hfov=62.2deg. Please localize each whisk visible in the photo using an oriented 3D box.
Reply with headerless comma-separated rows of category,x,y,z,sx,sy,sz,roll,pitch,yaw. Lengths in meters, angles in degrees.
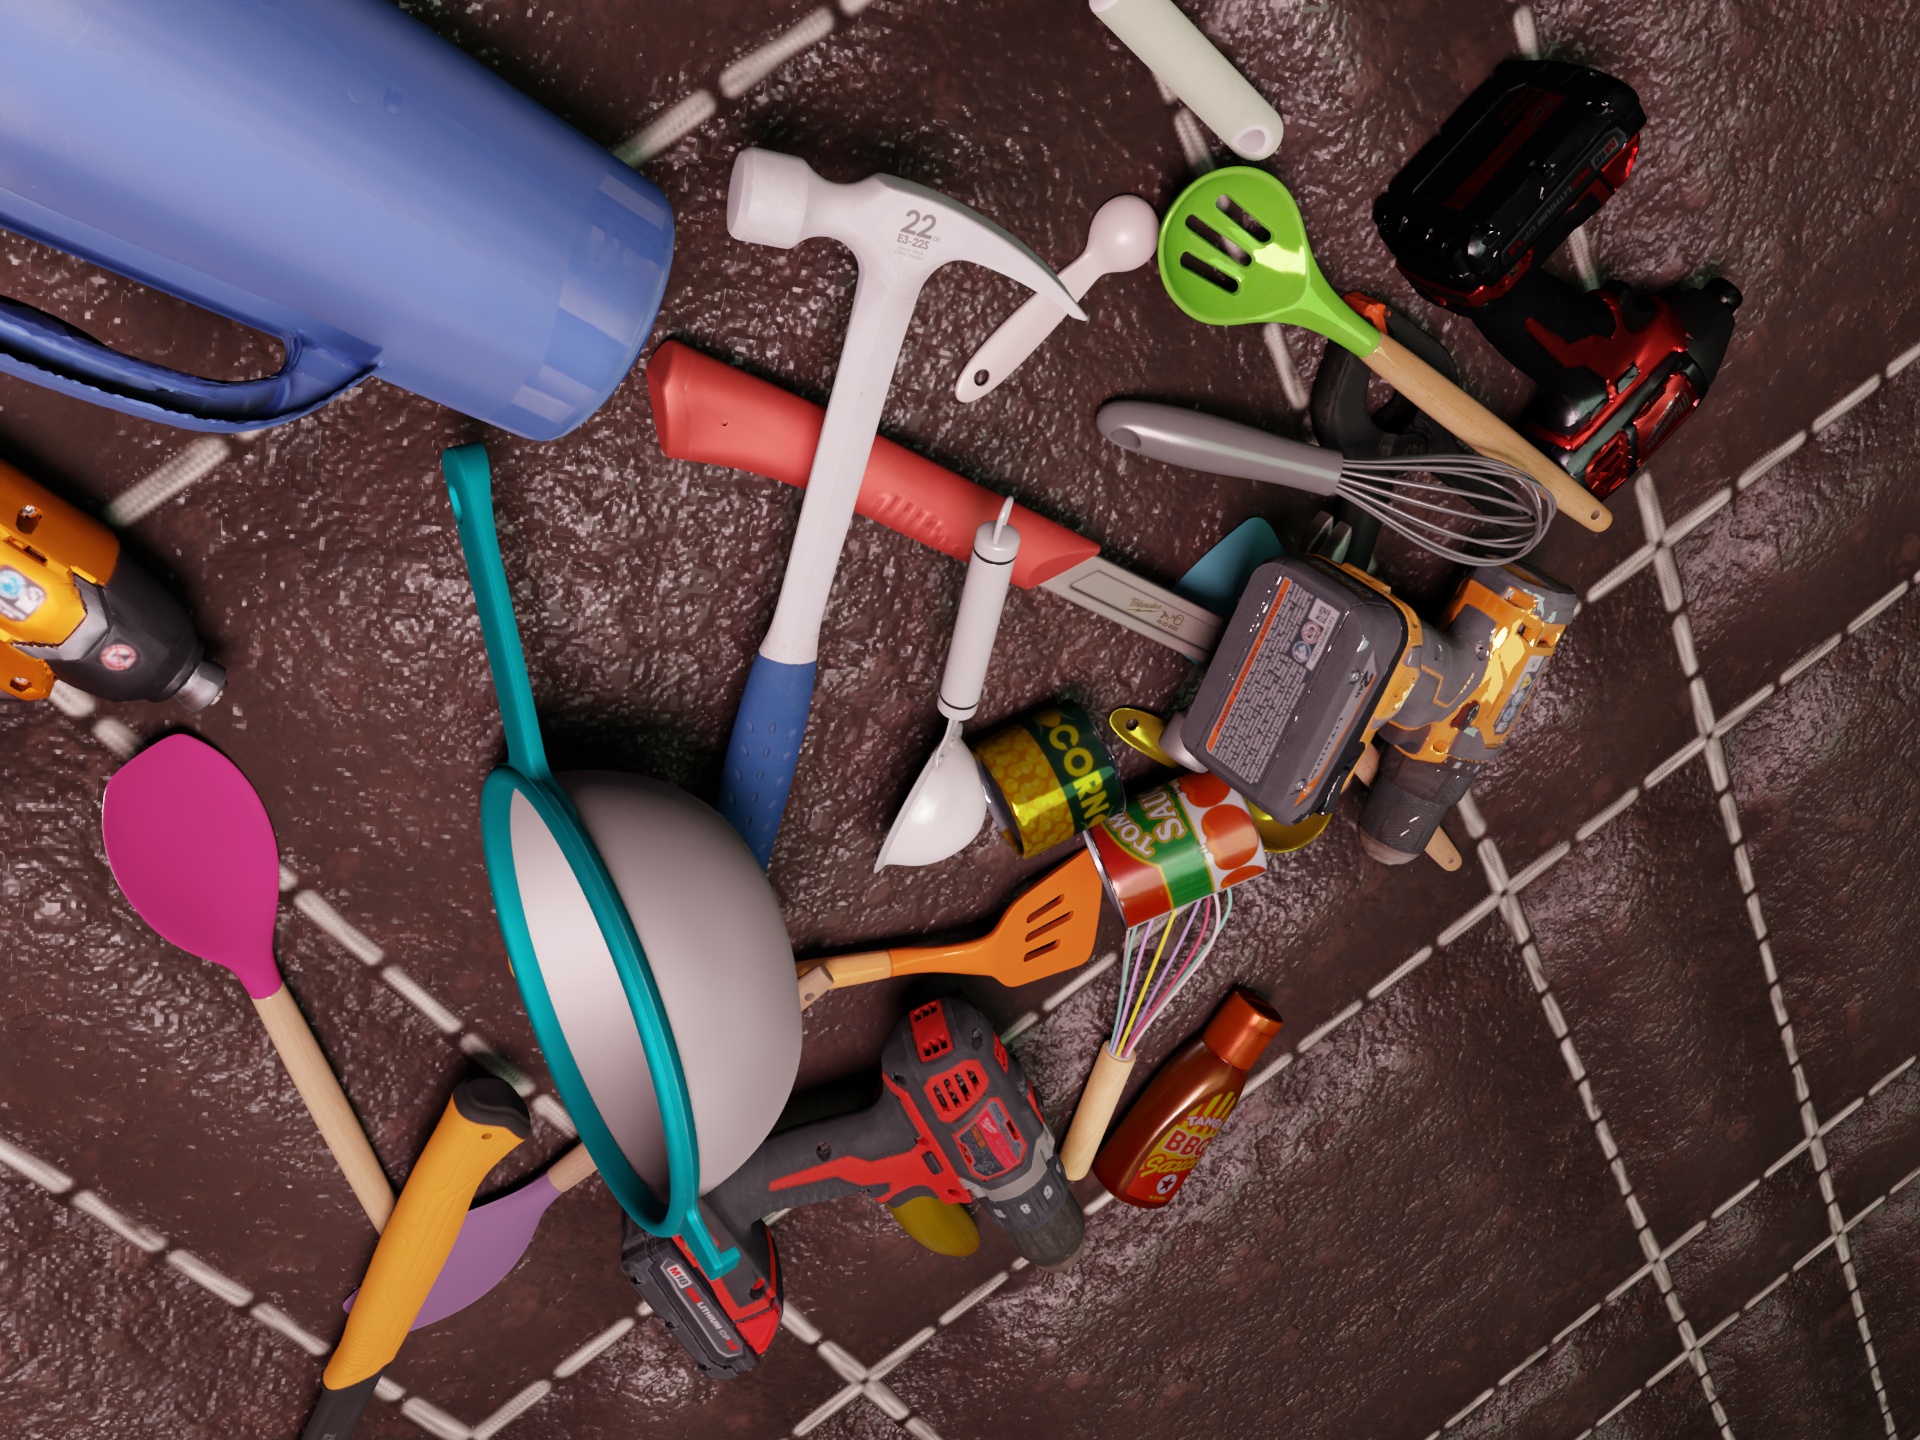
whisk,0.181,-0.121,0.782,0.239,0.055,0.055,12,113,-8
whisk,0.104,0.180,0.952,0.051,0.047,0.244,9,118,-17
whisk,0.057,-0.308,0.654,0.058,0.059,0.246,-27,141,37

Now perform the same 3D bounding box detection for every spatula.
spatula,0.223,0.008,0.923,0.082,0.044,0.317,-45,131,4
spatula,-0.065,0.129,0.852,0.322,0.041,0.081,-7,118,-18
spatula,-0.190,0.227,0.833,0.316,0.018,0.059,-39,127,7

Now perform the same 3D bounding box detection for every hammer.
hammer,-0.068,-0.037,0.704,0.144,0.035,0.405,7,124,-20
hammer,-0.308,0.314,0.812,0.127,0.034,0.336,16,114,-35
hammer,0.023,-0.094,0.745,0.358,0.037,0.149,22,104,-30

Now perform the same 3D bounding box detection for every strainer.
strainer,-0.001,-0.002,0.742,0.087,0.050,0.258,-56,166,-42
strainer,-0.137,0.046,0.675,0.095,0.211,0.340,-18,108,-28

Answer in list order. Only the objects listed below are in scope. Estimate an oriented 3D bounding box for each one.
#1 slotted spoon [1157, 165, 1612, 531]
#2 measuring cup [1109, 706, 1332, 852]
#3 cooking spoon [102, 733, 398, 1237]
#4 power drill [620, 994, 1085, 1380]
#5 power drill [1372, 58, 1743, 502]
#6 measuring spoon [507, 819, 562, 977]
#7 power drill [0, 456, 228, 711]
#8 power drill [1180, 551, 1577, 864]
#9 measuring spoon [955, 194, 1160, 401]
slotted spoon,0.216,-0.169,0.776,0.313,0.031,0.070,27,107,-26
measuring cup,0.143,0.024,0.897,0.156,0.029,0.062,27,106,-22
cooking spoon,-0.312,0.142,0.735,0.069,0.017,0.318,-48,140,-42
power drill,-0.051,0.266,0.866,0.226,0.080,0.187,-26,118,1
power drill,0.317,-0.218,0.809,0.143,0.079,0.219,-47,129,5
measuring spoon,-0.202,0.077,0.764,0.021,0.011,0.116,10,116,-13
power drill,-0.399,0.007,0.586,0.226,0.084,0.164,-48,128,1
power drill,0.216,0.001,0.828,0.226,0.084,0.185,-3,123,-44
measuring spoon,0.045,-0.189,0.727,0.124,0.018,0.034,-44,127,4
